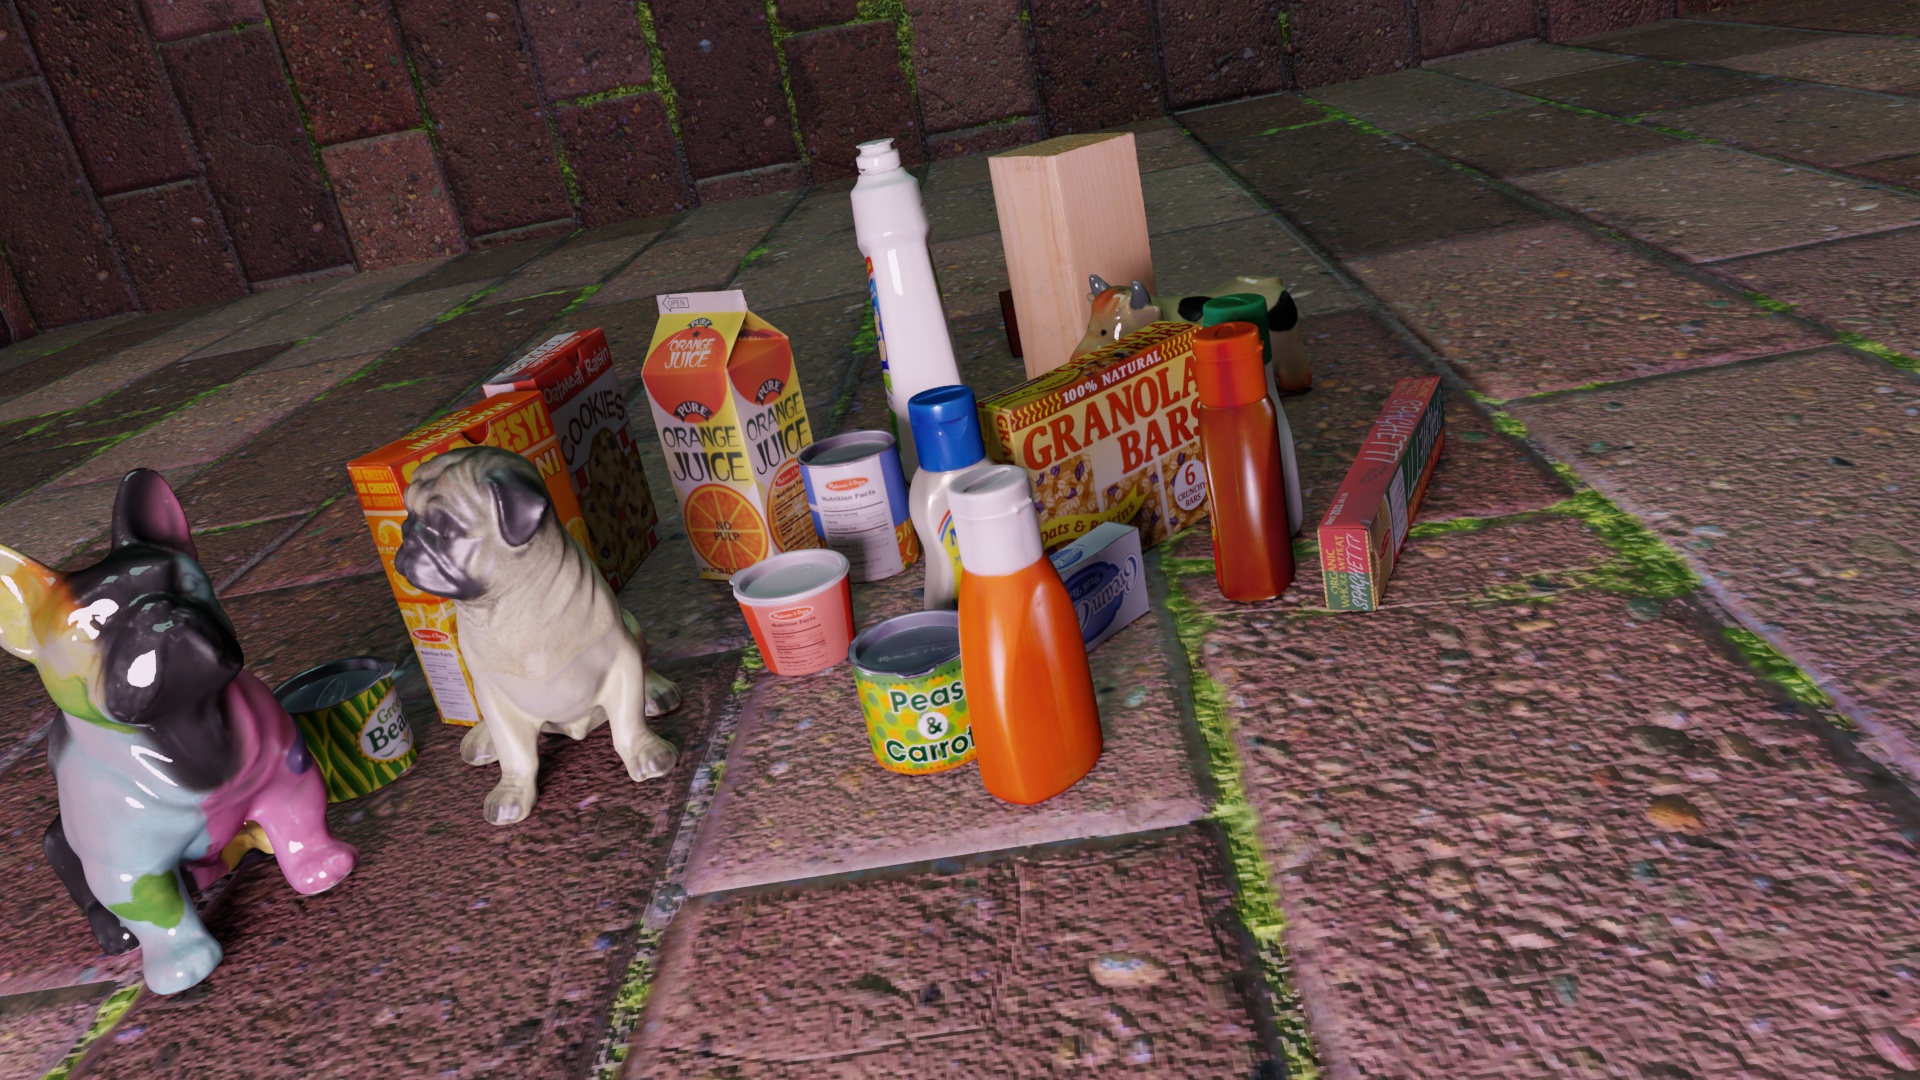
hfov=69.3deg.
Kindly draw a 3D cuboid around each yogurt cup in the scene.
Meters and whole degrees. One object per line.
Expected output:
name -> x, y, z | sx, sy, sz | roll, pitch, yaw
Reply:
yogurt cup -> -0.092, 0.042, 0.805 | 0.072, 0.053, 0.073 | -10, 22, 4

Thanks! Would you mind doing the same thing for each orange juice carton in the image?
orange juice carton -> -0.151, -0.074, 0.932 | 0.072, 0.192, 0.073 | 1, 25, 30

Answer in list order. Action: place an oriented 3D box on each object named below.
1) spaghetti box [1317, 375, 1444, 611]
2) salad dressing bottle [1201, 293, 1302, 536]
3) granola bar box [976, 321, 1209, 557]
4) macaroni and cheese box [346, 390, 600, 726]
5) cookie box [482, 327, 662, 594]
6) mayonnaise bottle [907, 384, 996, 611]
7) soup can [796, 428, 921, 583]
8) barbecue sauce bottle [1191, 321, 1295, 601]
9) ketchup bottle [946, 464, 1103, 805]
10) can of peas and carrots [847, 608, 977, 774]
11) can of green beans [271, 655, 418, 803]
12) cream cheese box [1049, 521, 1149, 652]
spaghetti box -> 0.255, -0.036, 0.826 | 0.028, 0.050, 0.251 | 0, 25, 28
salad dressing bottle -> 0.171, -0.071, 0.824 | 0.044, 0.147, 0.064 | -17, 22, -13
granola bar box -> 0.088, -0.050, 0.847 | 0.166, 0.123, 0.039 | -27, 26, -34
macaroni and cheese box -> -0.278, 0.008, 0.831 | 0.040, 0.165, 0.124 | 1, 25, 29
cookie box -> -0.265, -0.052, 0.970 | 0.040, 0.166, 0.123 | -8, 22, 11
mayonnaise bottle -> 0.003, -0.010, 0.758 | 0.065, 0.147, 0.041 | -17, 22, -14
soup can -> -0.065, -0.024, 0.913 | 0.071, 0.083, 0.071 | -10, 22, 4
barbecue sauce bottle -> 0.155, -0.044, 0.766 | 0.043, 0.148, 0.065 | -4, 23, 20
ketchup bottle -> 0.026, 0.041, 0.622 | 0.043, 0.148, 0.065 | 9, 30, 43
can of peas and carrots -> -0.017, 0.075, 0.682 | 0.071, 0.058, 0.071 | -10, 22, 4
can of green beans -> -0.344, 0.105, 0.774 | 0.071, 0.057, 0.071 | -10, 22, 4
cream cheese box -> 0.060, 0.034, 0.750 | 0.024, 0.053, 0.104 | 11, 31, 44
